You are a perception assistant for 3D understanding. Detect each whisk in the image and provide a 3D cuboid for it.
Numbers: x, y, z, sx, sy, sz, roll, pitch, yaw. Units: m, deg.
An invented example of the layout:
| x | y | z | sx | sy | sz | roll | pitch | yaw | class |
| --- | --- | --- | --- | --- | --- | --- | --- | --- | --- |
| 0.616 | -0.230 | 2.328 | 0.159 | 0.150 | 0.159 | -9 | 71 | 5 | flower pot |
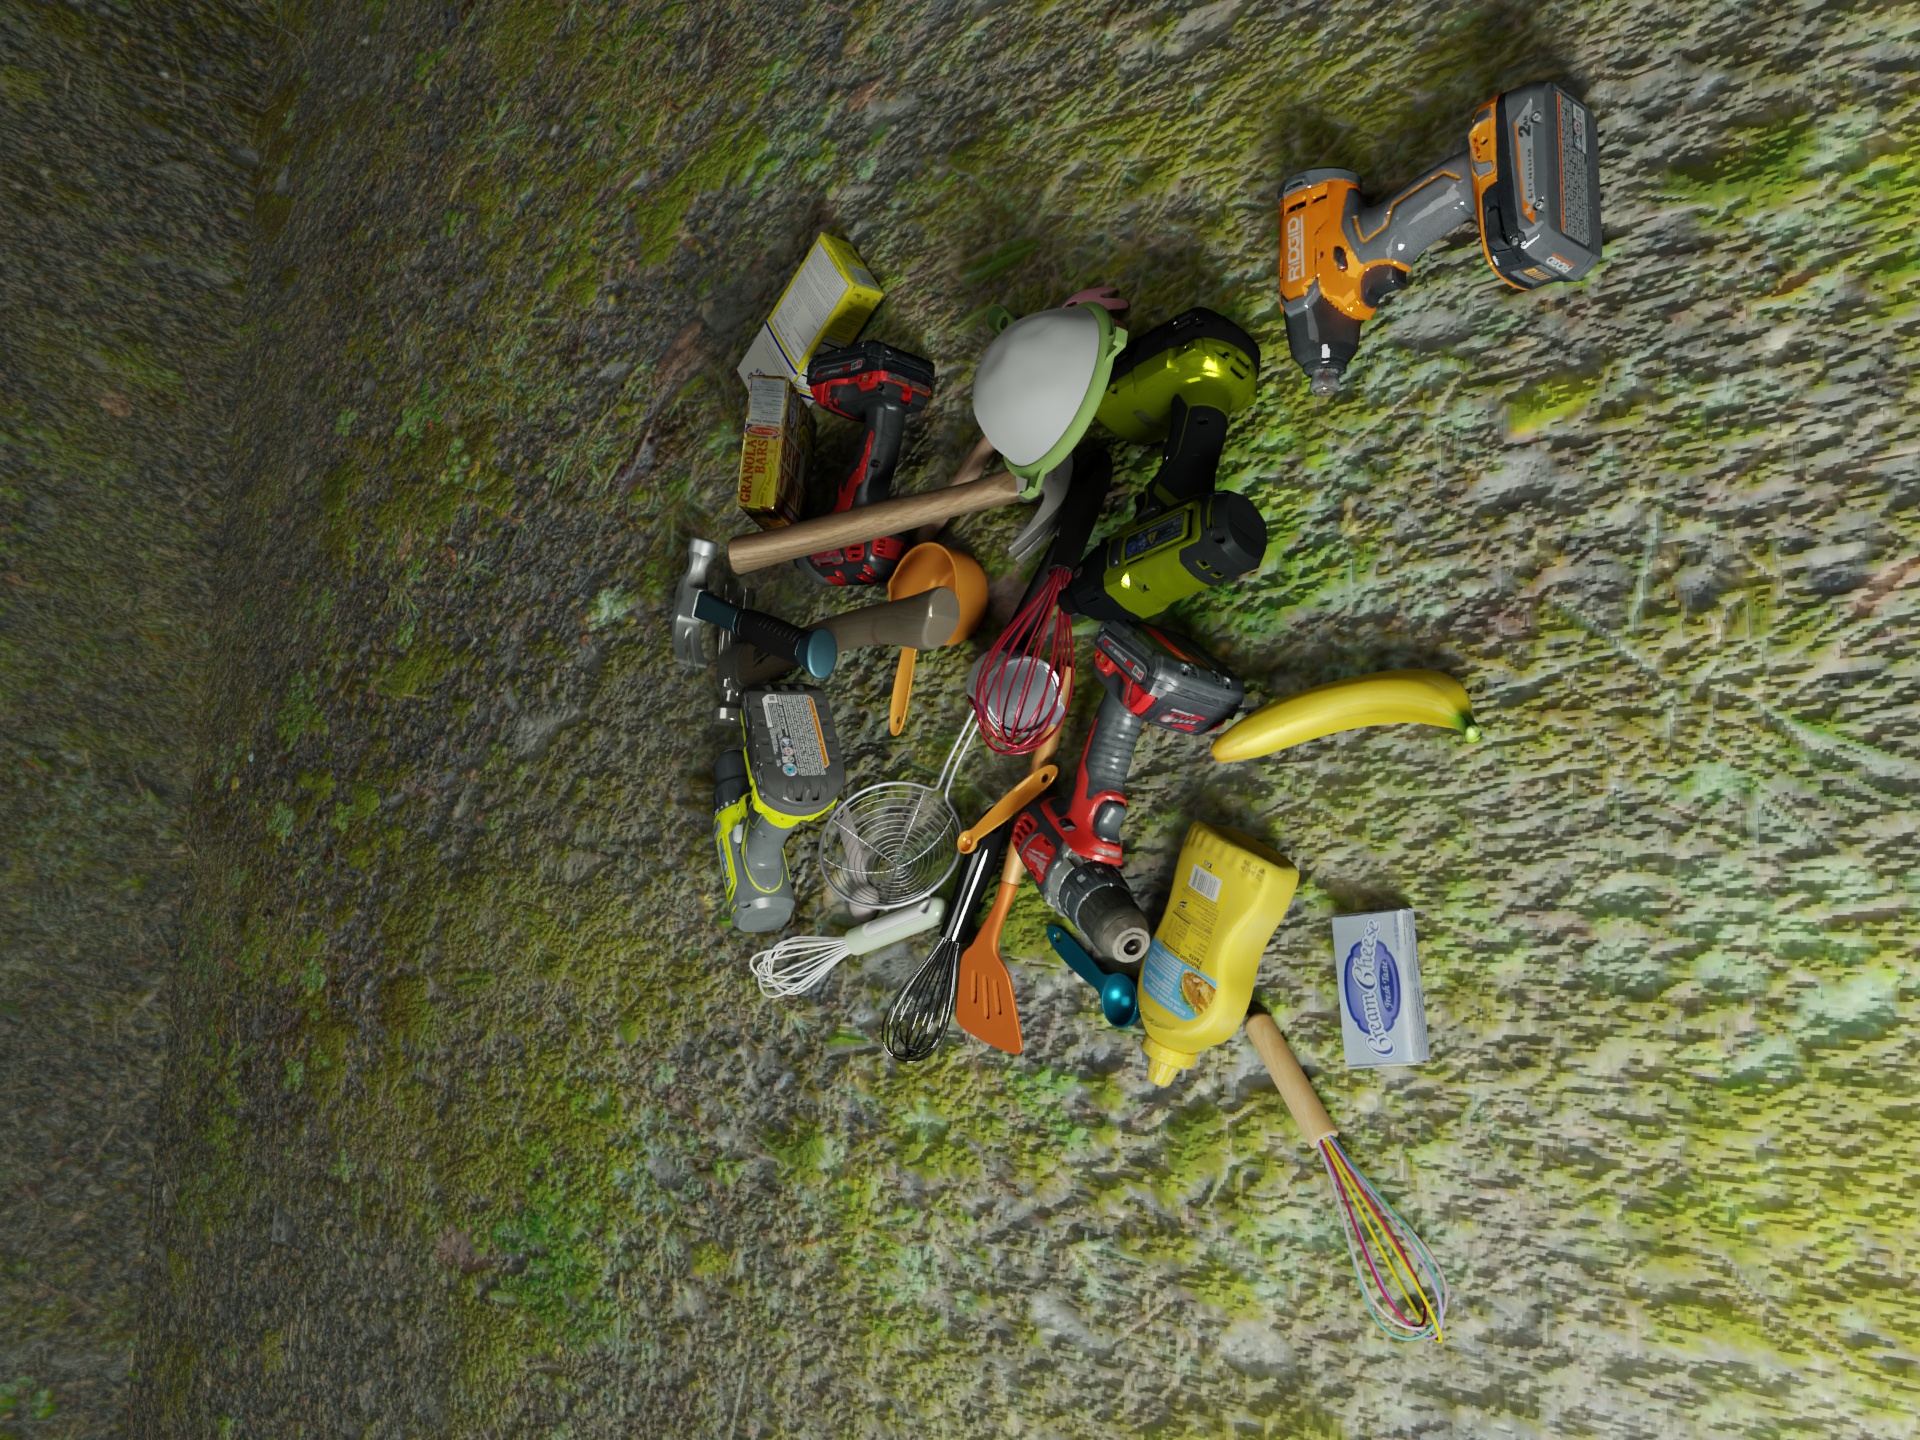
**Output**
| x | y | z | sx | sy | sz | roll | pitch | yaw | class |
| --- | --- | --- | --- | --- | --- | --- | --- | --- | --- |
| 0.254 | 0.303 | 1.069 | 0.051 | 0.047 | 0.245 | -41 | 50 | 18 | whisk |
| 0.074 | -0.100 | 1.255 | 0.073 | 0.073 | 0.296 | -12 | 50 | 44 | whisk |
| -0.103 | 0.203 | 1.449 | 0.246 | 0.059 | 0.058 | -25 | 38 | 36 | whisk |
| -0.010 | 0.183 | 1.357 | 0.055 | 0.055 | 0.239 | 25 | 97 | 45 | whisk |

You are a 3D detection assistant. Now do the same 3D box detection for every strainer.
| x | y | z | sx | sy | sz | roll | pitch | yaw | class |
| --- | --- | --- | --- | --- | --- | --- | --- | --- | --- |
| 0.042 | -0.302 | 1.310 | 0.151 | 0.069 | 0.257 | -59 | 29 | 23 | strainer |

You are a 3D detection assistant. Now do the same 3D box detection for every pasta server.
| x | y | z | sx | sy | sz | roll | pitch | yaw | class |
| --- | --- | --- | --- | --- | --- | --- | --- | --- | --- |
| 0.038 | -0.252 | 1.404 | 0.316 | 0.040 | 0.060 | -52 | 50 | 31 | pasta server |

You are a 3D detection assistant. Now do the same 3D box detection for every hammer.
| x | y | z | sx | sy | sz | roll | pitch | yaw | class |
| --- | --- | --- | --- | --- | --- | --- | --- | --- | --- |
| -0.055 | -0.177 | 1.388 | 0.331 | 0.031 | 0.130 | -12 | 68 | 21 | hammer |
| -0.205 | -0.094 | 1.539 | 0.331 | 0.033 | 0.128 | 24 | 100 | 56 | hammer |
| -0.126 | -0.085 | 1.481 | 0.411 | 0.038 | 0.146 | -10 | 75 | 55 | hammer |

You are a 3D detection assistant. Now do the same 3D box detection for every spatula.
| x | y | z | sx | sy | sz | roll | pitch | yaw | class |
| --- | --- | --- | --- | --- | --- | --- | --- | --- | --- |
| 0.053 | 0.113 | 1.323 | 0.081 | 0.041 | 0.322 | 15 | 89 | 46 | spatula |

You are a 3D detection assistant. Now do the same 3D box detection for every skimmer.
| x | y | z | sx | sy | sz | roll | pitch | yaw | class |
| --- | --- | --- | --- | --- | --- | --- | --- | --- | --- |
| -0.002 | -0.004 | 1.349 | 0.127 | 0.090 | 0.363 | 36 | 108 | 30 | skimmer |

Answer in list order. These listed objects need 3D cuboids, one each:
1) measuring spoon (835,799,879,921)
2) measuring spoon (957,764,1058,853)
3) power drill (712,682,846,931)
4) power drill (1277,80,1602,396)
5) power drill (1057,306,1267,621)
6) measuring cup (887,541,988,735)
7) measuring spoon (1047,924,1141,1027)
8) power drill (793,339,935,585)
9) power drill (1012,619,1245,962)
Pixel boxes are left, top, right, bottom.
| x | y | z | sx | sy | sz | roll | pitch | yaw | class |
| --- | --- | --- | --- | --- | --- | --- | --- | --- | --- |
| -0.103 | 0.129 | 1.481 | 0.034 | 0.018 | 0.124 | -38 | 57 | 35 | measuring spoon |
| 0.040 | 0.074 | 1.314 | 0.117 | 0.011 | 0.021 | -41 | 49 | 25 | measuring spoon |
| -0.184 | 0.065 | 1.497 | 0.228 | 0.080 | 0.191 | 118 | 143 | -49 | power drill |
| 0.316 | -0.323 | 1.093 | 0.226 | 0.084 | 0.164 | -8 | 78 | 49 | power drill |
| 0.148 | -0.183 | 1.189 | 0.171 | 0.080 | 0.223 | -21 | 49 | 42 | power drill |
| -0.025 | -0.069 | 1.415 | 0.095 | 0.052 | 0.173 | 16 | 96 | 46 | measuring cup |
| 0.109 | 0.197 | 1.257 | 0.129 | 0.021 | 0.042 | 42 | 119 | 51 | measuring spoon |
| -0.099 | -0.234 | 1.495 | 0.143 | 0.078 | 0.220 | 0 | 81 | 48 | power drill |
| 0.124 | 0.053 | 1.191 | 0.226 | 0.080 | 0.188 | -66 | 26 | 16 | power drill |
